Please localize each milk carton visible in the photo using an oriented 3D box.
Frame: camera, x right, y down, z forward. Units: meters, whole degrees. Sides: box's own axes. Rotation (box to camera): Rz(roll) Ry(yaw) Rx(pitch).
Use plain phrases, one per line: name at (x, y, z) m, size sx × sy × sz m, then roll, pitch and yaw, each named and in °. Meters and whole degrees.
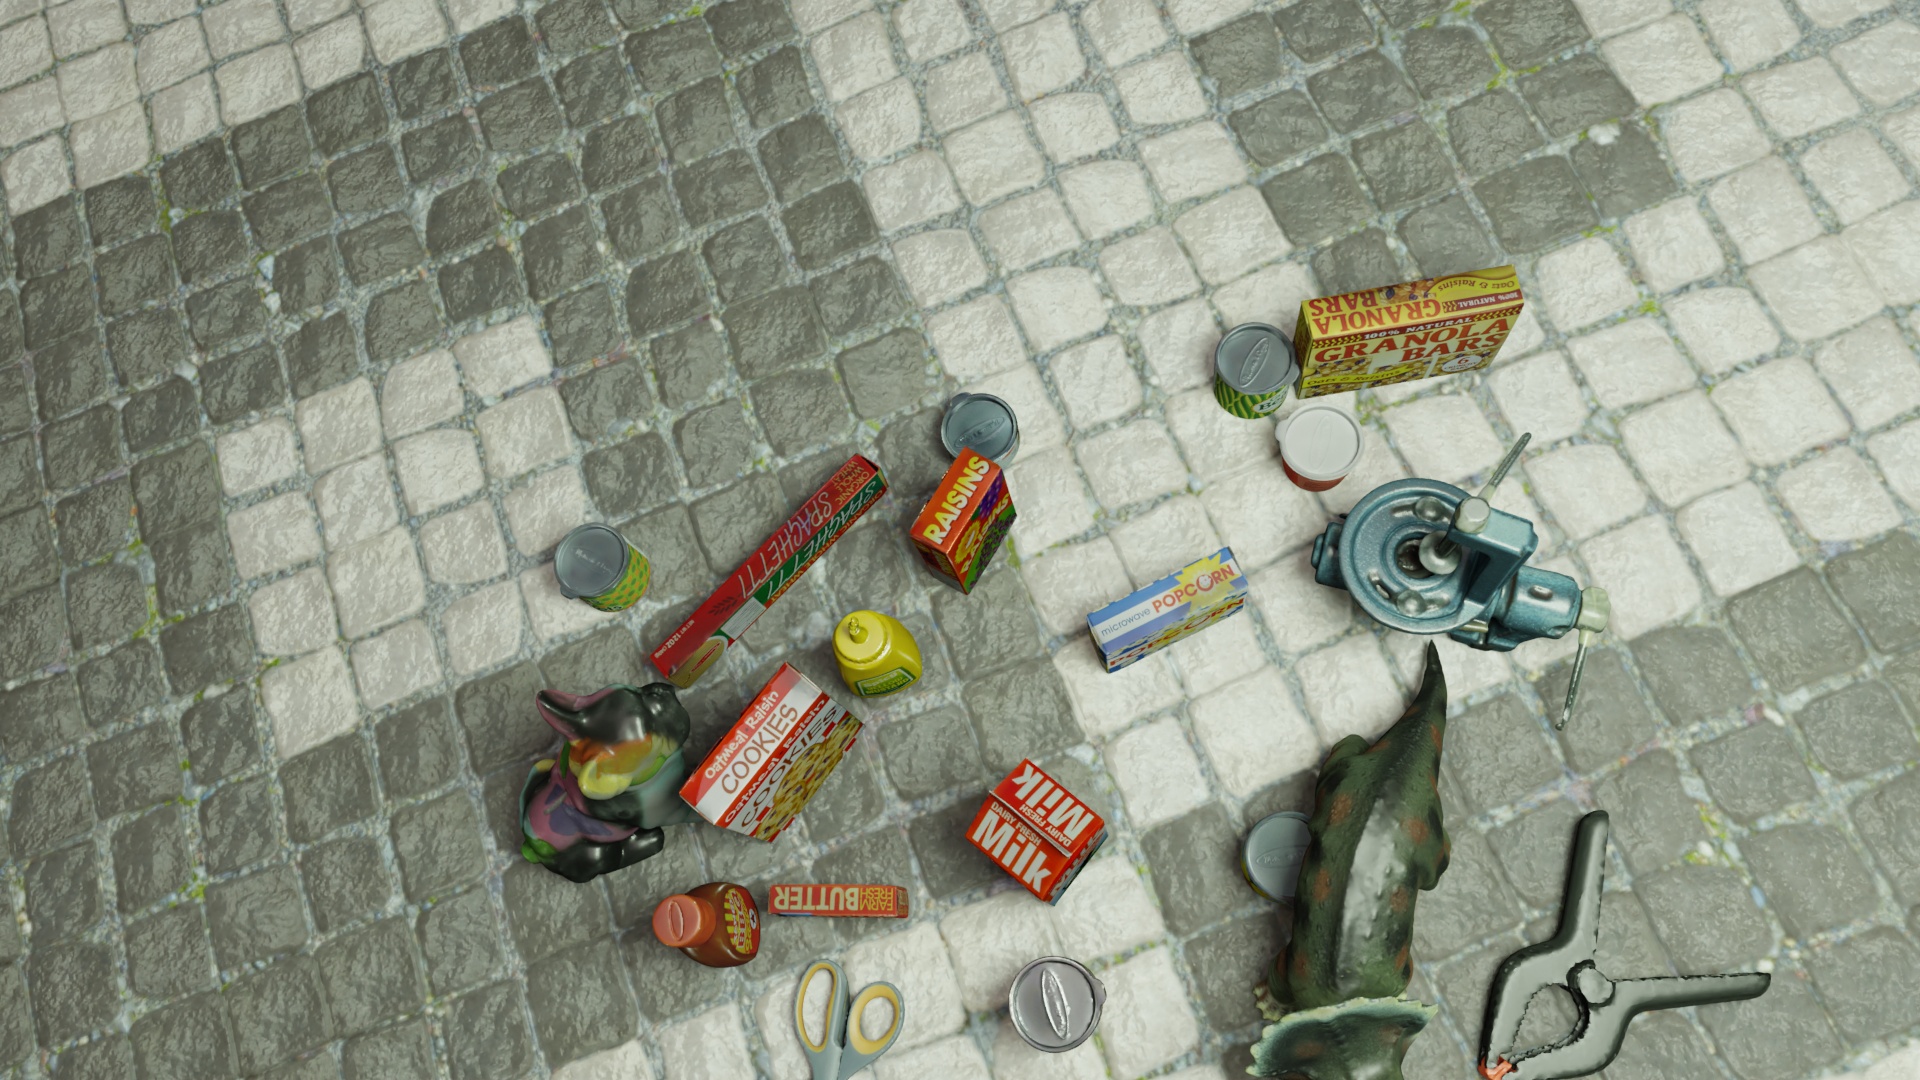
milk carton at (0.058, 0.216, 1.020) m, size 0.072 × 0.190 × 0.073 m, roll 37°, pitch 81°, yaw 17°

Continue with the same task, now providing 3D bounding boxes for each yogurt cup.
yogurt cup at (0.297, -0.074, 1.151) m, size 0.072 × 0.054 × 0.072 m, roll -2°, pitch 73°, yaw 7°

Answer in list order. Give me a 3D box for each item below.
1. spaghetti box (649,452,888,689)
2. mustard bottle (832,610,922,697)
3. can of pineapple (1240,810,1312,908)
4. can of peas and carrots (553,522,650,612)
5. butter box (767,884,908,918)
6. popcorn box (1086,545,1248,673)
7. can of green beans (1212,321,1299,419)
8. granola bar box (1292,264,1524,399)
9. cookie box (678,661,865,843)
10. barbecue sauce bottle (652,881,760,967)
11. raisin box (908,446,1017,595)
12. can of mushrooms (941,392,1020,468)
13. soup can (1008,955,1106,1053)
spaghetti box at (-0.160, 0.025, 1.185) m, size 0.029 × 0.050 × 0.250 m, roll 42°, pitch 82°, yaw 17°
mustard bottle at (-0.071, 0.087, 1.095) m, size 0.065 × 0.160 × 0.049 m, roll -19°, pitch 71°, yaw 2°
can of pineapple at (0.247, 0.243, 1.055) m, size 0.071 × 0.057 × 0.071 m, roll -2°, pitch 73°, yaw 7°
can of peas and carrots at (-0.310, 0.026, 1.200) m, size 0.071 × 0.058 × 0.071 m, roll -2°, pitch 73°, yaw 7°
butter box at (-0.095, 0.284, 1.092) m, size 0.103 × 0.053 × 0.024 m, roll -1°, pitch 73°, yaw 8°
popcorn box at (0.165, 0.057, 1.111) m, size 0.127 × 0.085 × 0.038 m, roll -26°, pitch 71°, yaw -1°
can of green beans at (0.248, -0.143, 1.177) m, size 0.071 × 0.057 × 0.071 m, roll -2°, pitch 73°, yaw 7°
granola bar box at (0.359, -0.167, 1.135) m, size 0.165 × 0.124 × 0.039 m, roll -9°, pitch 72°, yaw 5°
cookie box at (-0.141, 0.168, 1.075) m, size 0.040 × 0.167 × 0.123 m, roll 36°, pitch 81°, yaw 16°
barbecue sauce bottle at (-0.192, 0.290, 1.053) m, size 0.044 × 0.148 × 0.065 m, roll -13°, pitch 72°, yaw 4°
raisin box at (0.004, -0.014, 1.136) m, size 0.040 × 0.123 × 0.086 m, roll 30°, pitch 79°, yaw 15°
can of mushrooms at (0.017, -0.094, 1.207) m, size 0.071 × 0.033 × 0.071 m, roll -2°, pitch 72°, yaw 7°
soup can at (0.075, 0.343, 1.033) m, size 0.071 × 0.083 × 0.071 m, roll -2°, pitch 73°, yaw 7°
